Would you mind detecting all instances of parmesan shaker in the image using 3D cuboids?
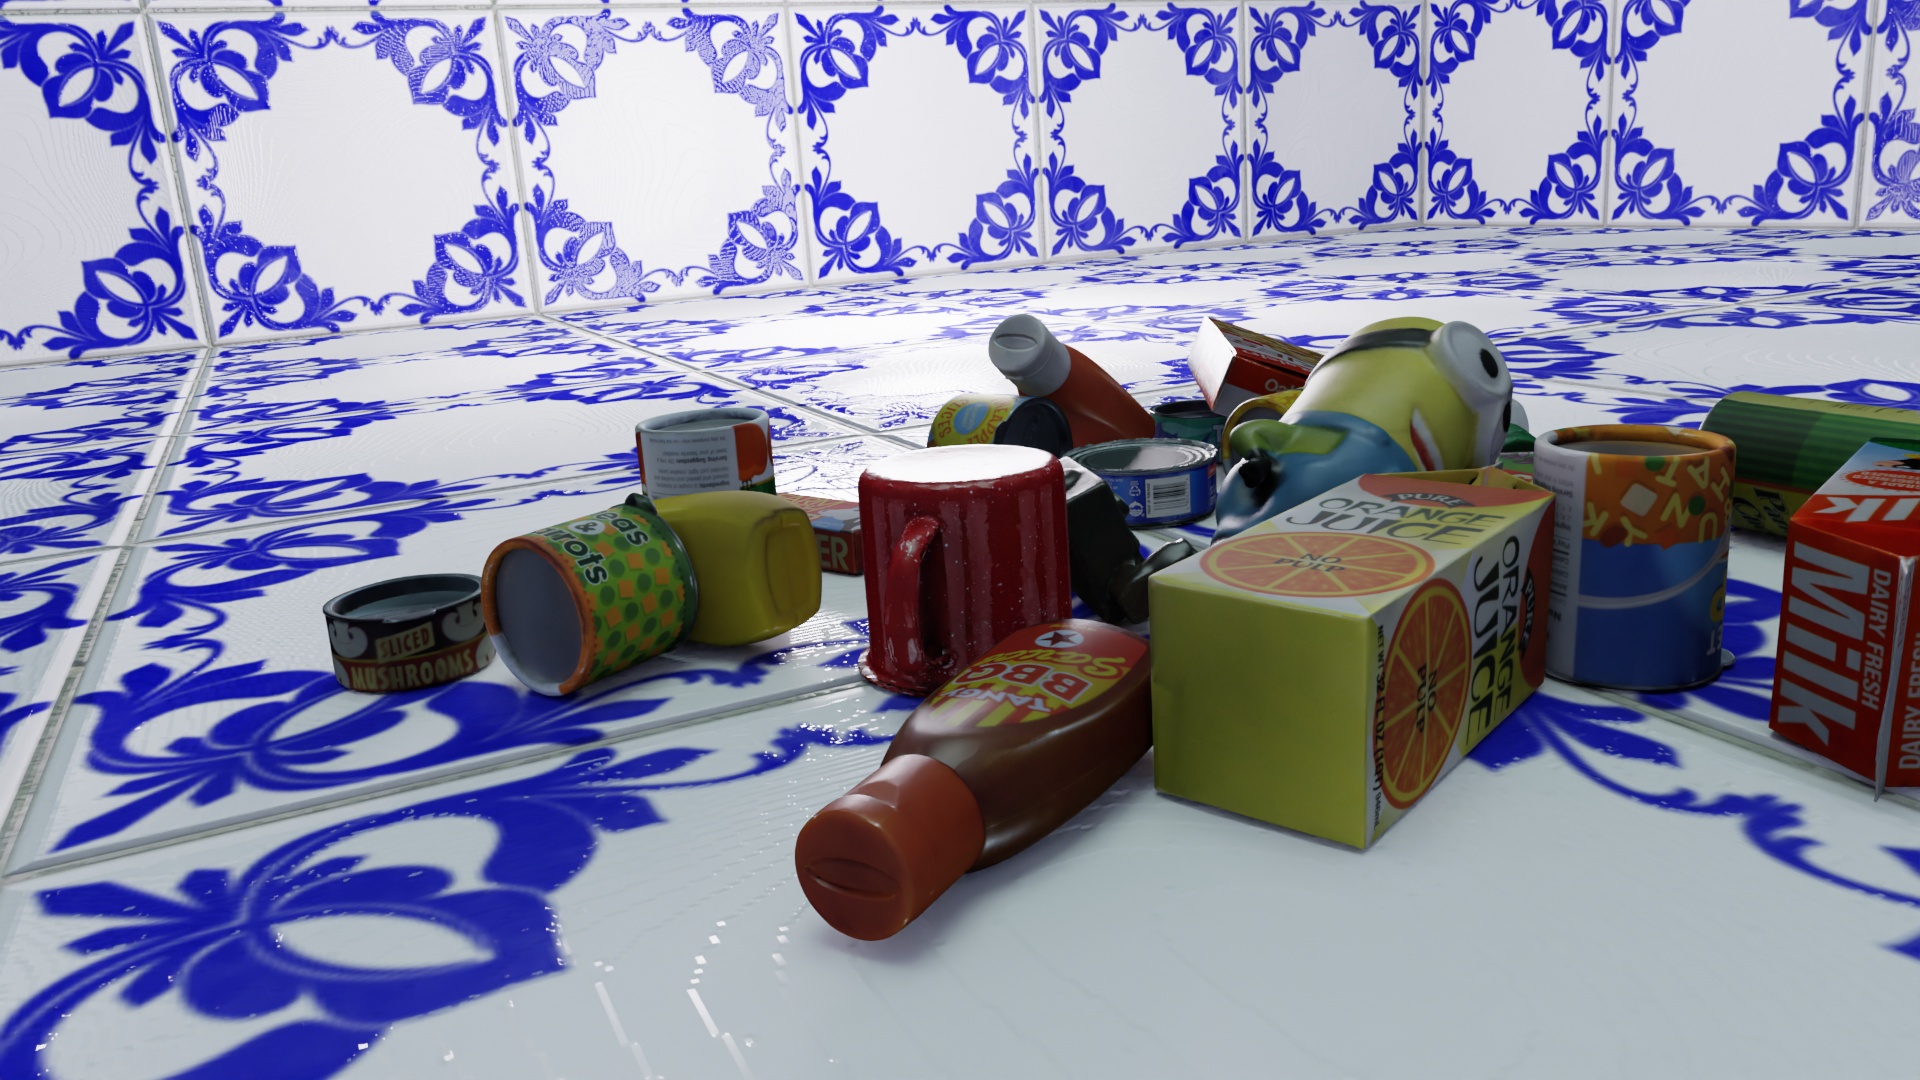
[{"bbox_3d":[0.398,-0.029,0.628,0.071,0.071,0.103,-11,15,-25],"label":"parmesan shaker"}]

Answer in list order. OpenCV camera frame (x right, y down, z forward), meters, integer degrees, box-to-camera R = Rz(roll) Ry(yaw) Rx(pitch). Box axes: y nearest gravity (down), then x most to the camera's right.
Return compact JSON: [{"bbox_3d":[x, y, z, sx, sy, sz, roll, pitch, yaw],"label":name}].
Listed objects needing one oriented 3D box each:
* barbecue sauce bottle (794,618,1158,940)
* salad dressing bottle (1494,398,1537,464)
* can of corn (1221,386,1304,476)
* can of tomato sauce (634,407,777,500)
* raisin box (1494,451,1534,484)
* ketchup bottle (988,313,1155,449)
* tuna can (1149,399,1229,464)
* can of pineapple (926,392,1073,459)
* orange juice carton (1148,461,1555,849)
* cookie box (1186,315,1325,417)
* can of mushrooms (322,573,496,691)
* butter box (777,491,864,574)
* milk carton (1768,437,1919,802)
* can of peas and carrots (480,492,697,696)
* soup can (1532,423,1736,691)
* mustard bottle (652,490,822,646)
[{"bbox_3d":[0.009,0.066,0.409,0.065,0.043,0.149,4,17,29],"label":"barbecue sauce bottle"},{"bbox_3d":[0.301,-0.057,0.800,0.064,0.044,0.148,-8,15,9],"label":"salad dressing bottle"},{"bbox_3d":[0.185,-0.052,0.753,0.058,0.071,0.071,-15,18,-33],"label":"can of corn"},{"bbox_3d":[-0.123,-0.020,0.686,0.071,0.082,0.071,-3,15,1],"label":"can of tomato sauce"},{"bbox_3d":[0.288,-0.010,0.632,0.086,0.040,0.124,2,15,19],"label":"raisin box"},{"bbox_3d":[0.065,-0.089,0.842,0.065,0.043,0.148,10,-12,31],"label":"ketchup bottle"},{"bbox_3d":[0.158,-0.071,0.904,0.071,0.032,0.071,-3,14,1],"label":"tuna can"},{"bbox_3d":[0.022,-0.052,0.800,0.058,0.070,0.071,8,19,42],"label":"can of pineapple"},{"bbox_3d":[0.145,0.026,0.468,0.073,0.071,0.193,9,20,40],"label":"orange juice carton"},{"bbox_3d":[0.213,-0.095,0.873,0.123,0.040,0.168,18,17,-1],"label":"cookie box"},{"bbox_3d":[-0.233,0.039,0.591,0.071,0.033,0.071,-3,14,1],"label":"can of mushrooms"},{"bbox_3d":[-0.076,-0.005,0.734,0.103,0.024,0.053,8,18,37],"label":"butter box"},{"bbox_3d":[0.317,0.019,0.450,0.073,0.072,0.191,9,20,40],"label":"milk carton"},{"bbox_3d":[-0.150,0.021,0.563,0.071,0.070,0.059,6,18,35],"label":"can of peas and carrots"},{"bbox_3d":[0.244,0.004,0.503,0.071,0.083,0.071,-3,14,1],"label":"soup can"},{"bbox_3d":[-0.134,0.010,0.618,0.160,0.065,0.049,2,13,37],"label":"mustard bottle"}]
